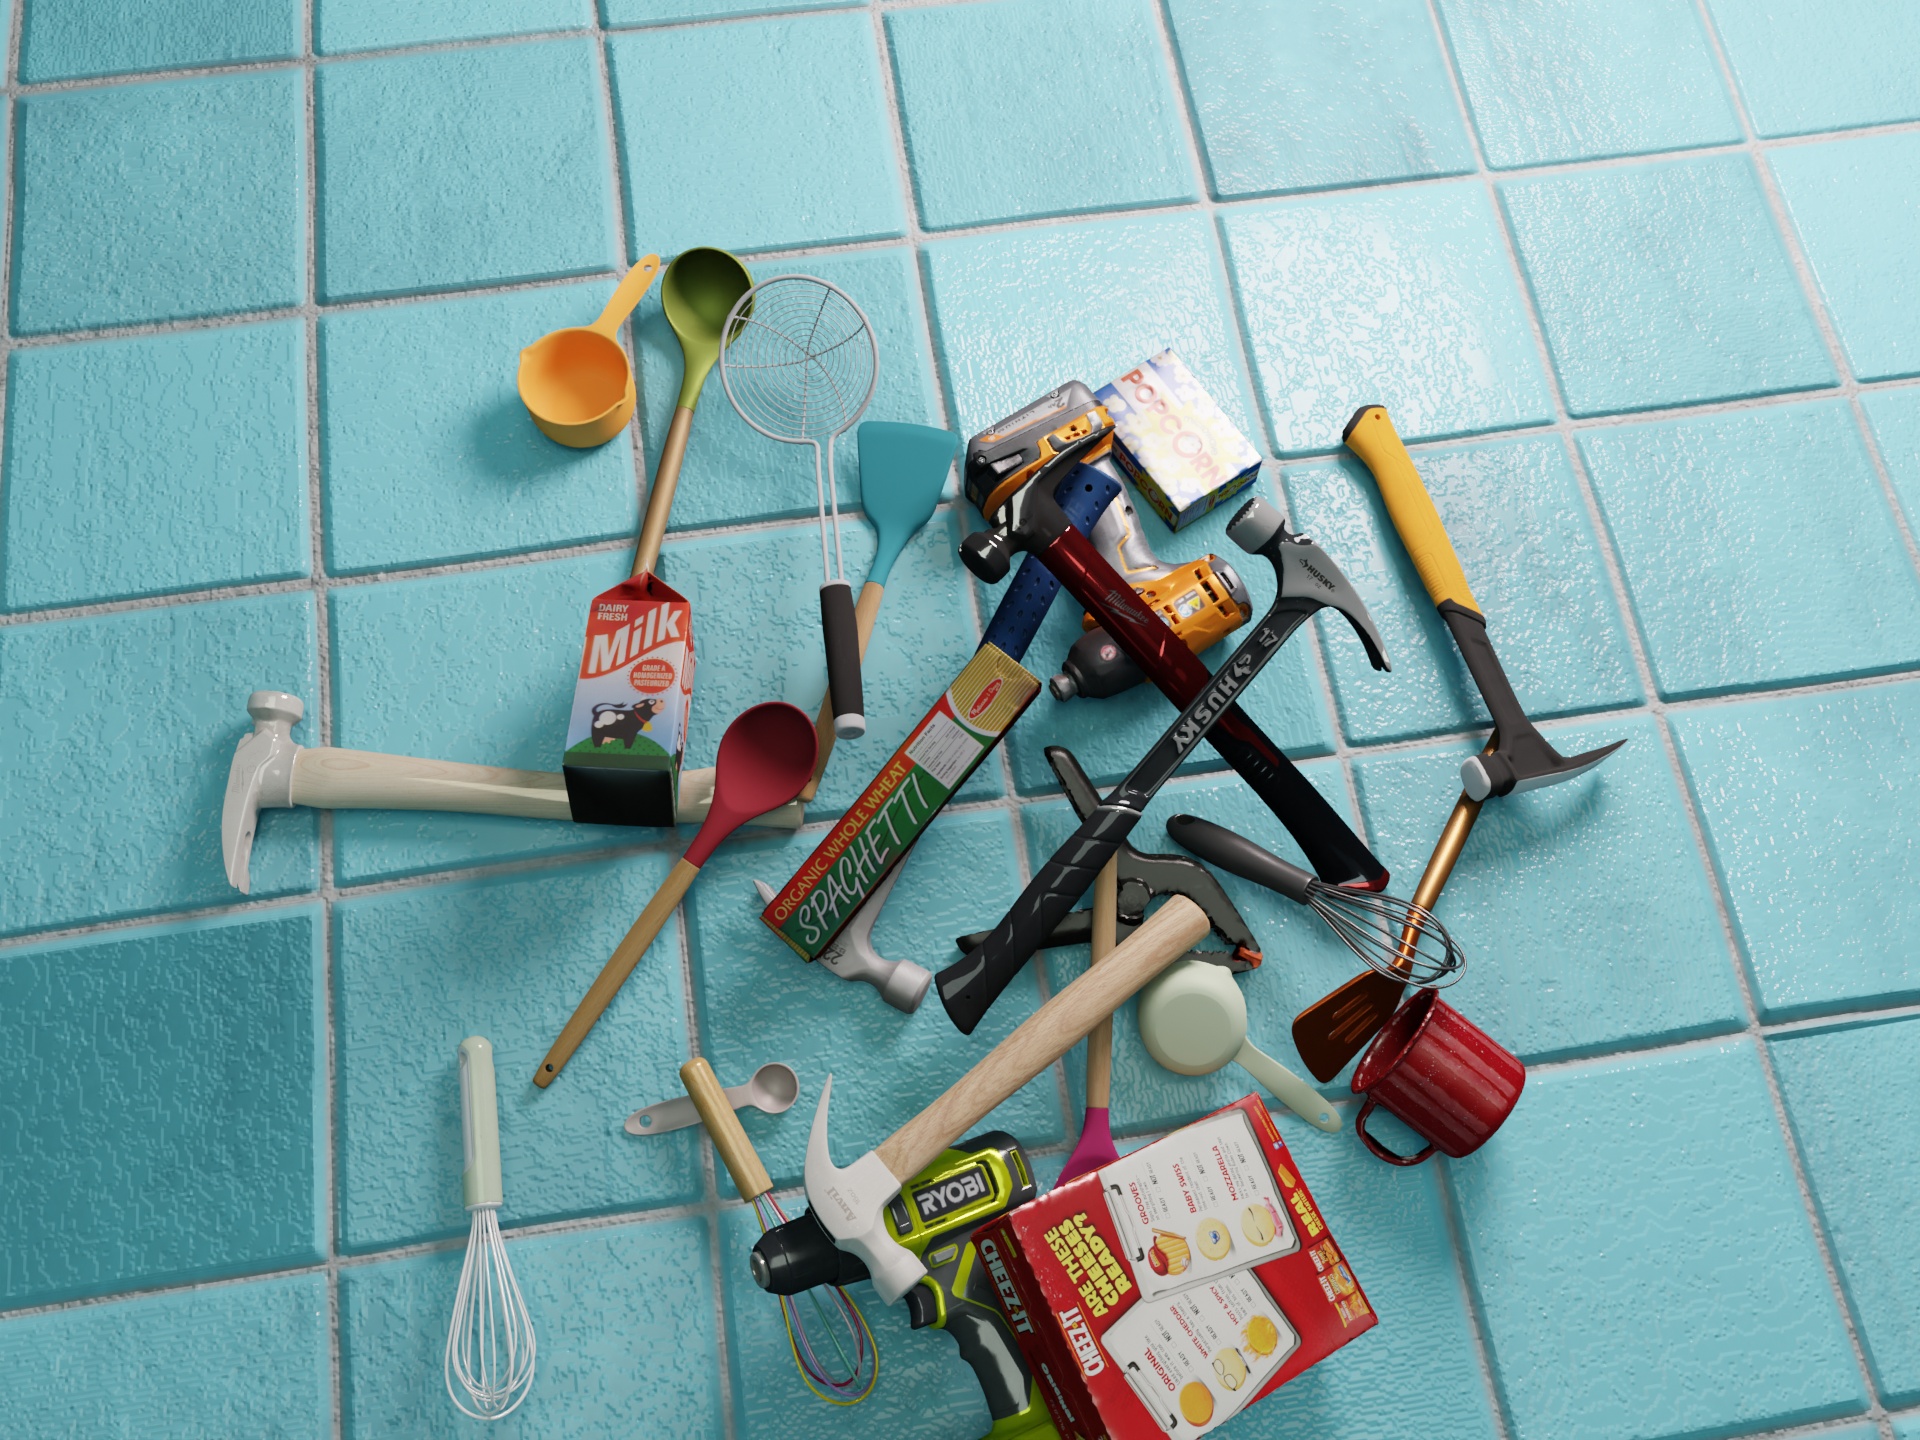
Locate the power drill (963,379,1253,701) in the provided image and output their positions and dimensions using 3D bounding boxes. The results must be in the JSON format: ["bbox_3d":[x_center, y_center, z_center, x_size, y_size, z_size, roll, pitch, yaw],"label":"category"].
[{"bbox_3d":[0.094,-0.128,1.209,0.164,0.084,0.226,-32,78,-10],"label":"power drill"}]

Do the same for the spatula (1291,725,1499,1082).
[{"bbox_3d":[0.331,0.115,1.146,0.041,0.080,0.323,10,56,41],"label":"spatula"}]

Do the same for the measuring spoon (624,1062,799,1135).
[{"bbox_3d":[-0.170,0.264,1.096,0.124,0.018,0.034,-14,79,0],"label":"measuring spoon"}]

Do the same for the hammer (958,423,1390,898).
[{"bbox_3d":[0.178,-0.029,1.129,0.143,0.038,0.386,-45,97,-12],"label":"hammer"}]

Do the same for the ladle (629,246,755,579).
[{"bbox_3d":[-0.225,-0.225,1.246,0.078,0.062,0.320,9,73,6],"label":"ladle"}]

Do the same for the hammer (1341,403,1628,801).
[{"bbox_3d":[0.382,-0.102,1.221,0.127,0.034,0.337,-12,67,-17],"label":"hammer"}]

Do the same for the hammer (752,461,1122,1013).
[{"bbox_3d":[-0.002,-0.004,1.139,0.144,0.035,0.405,27,85,9],"label":"hammer"}]

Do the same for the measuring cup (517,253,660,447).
[{"bbox_3d":[-0.283,-0.295,1.271,0.095,0.052,0.174,24,70,7],"label":"measuring cup"}]

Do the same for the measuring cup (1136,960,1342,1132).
[{"bbox_3d":[0.195,0.234,1.092,0.167,0.038,0.083,38,100,3],"label":"measuring cup"}]

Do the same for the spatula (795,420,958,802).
[{"bbox_3d":[-0.076,-0.085,1.195,0.082,0.044,0.318,10,63,12],"label":"spatula"}]

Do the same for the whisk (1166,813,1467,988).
[{"bbox_3d":[0.239,0.120,1.103,0.239,0.055,0.055,27,70,35],"label":"whisk"}]

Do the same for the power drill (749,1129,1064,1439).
[{"bbox_3d":[-0.015,0.390,0.996,0.190,0.080,0.229,-12,70,-30],"label":"power drill"}]

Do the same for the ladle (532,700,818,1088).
[{"bbox_3d":[-0.203,0.122,1.115,0.069,0.031,0.315,34,83,3],"label":"ladle"}]

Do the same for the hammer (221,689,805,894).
[{"bbox_3d":[-0.320,0.061,1.151,0.410,0.038,0.146,3,72,-1],"label":"hammer"}]

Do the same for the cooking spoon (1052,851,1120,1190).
[{"bbox_3d":[0.095,0.238,1.088,0.069,0.017,0.319,3,80,0],"label":"cooking spoon"}]

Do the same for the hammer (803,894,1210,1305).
[{"bbox_3d":[0.037,0.217,1.031,0.331,0.031,0.130,-35,71,-25],"label":"hammer"}]

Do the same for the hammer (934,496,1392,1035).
[{"bbox_3d":[0.125,0.049,1.083,0.149,0.036,0.409,40,90,-7],"label":"hammer"}]

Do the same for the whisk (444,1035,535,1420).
[{"bbox_3d":[-0.316,0.330,1.051,0.059,0.058,0.247,7,61,-36],"label":"whisk"}]

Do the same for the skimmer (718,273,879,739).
[{"bbox_3d":[-0.109,-0.163,1.176,0.127,0.090,0.364,-14,63,12],"label":"skimmer"}]

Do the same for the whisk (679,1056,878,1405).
[{"bbox_3d":[-0.125,0.334,1.048,0.047,0.051,0.245,-31,75,-3],"label":"whisk"}]
